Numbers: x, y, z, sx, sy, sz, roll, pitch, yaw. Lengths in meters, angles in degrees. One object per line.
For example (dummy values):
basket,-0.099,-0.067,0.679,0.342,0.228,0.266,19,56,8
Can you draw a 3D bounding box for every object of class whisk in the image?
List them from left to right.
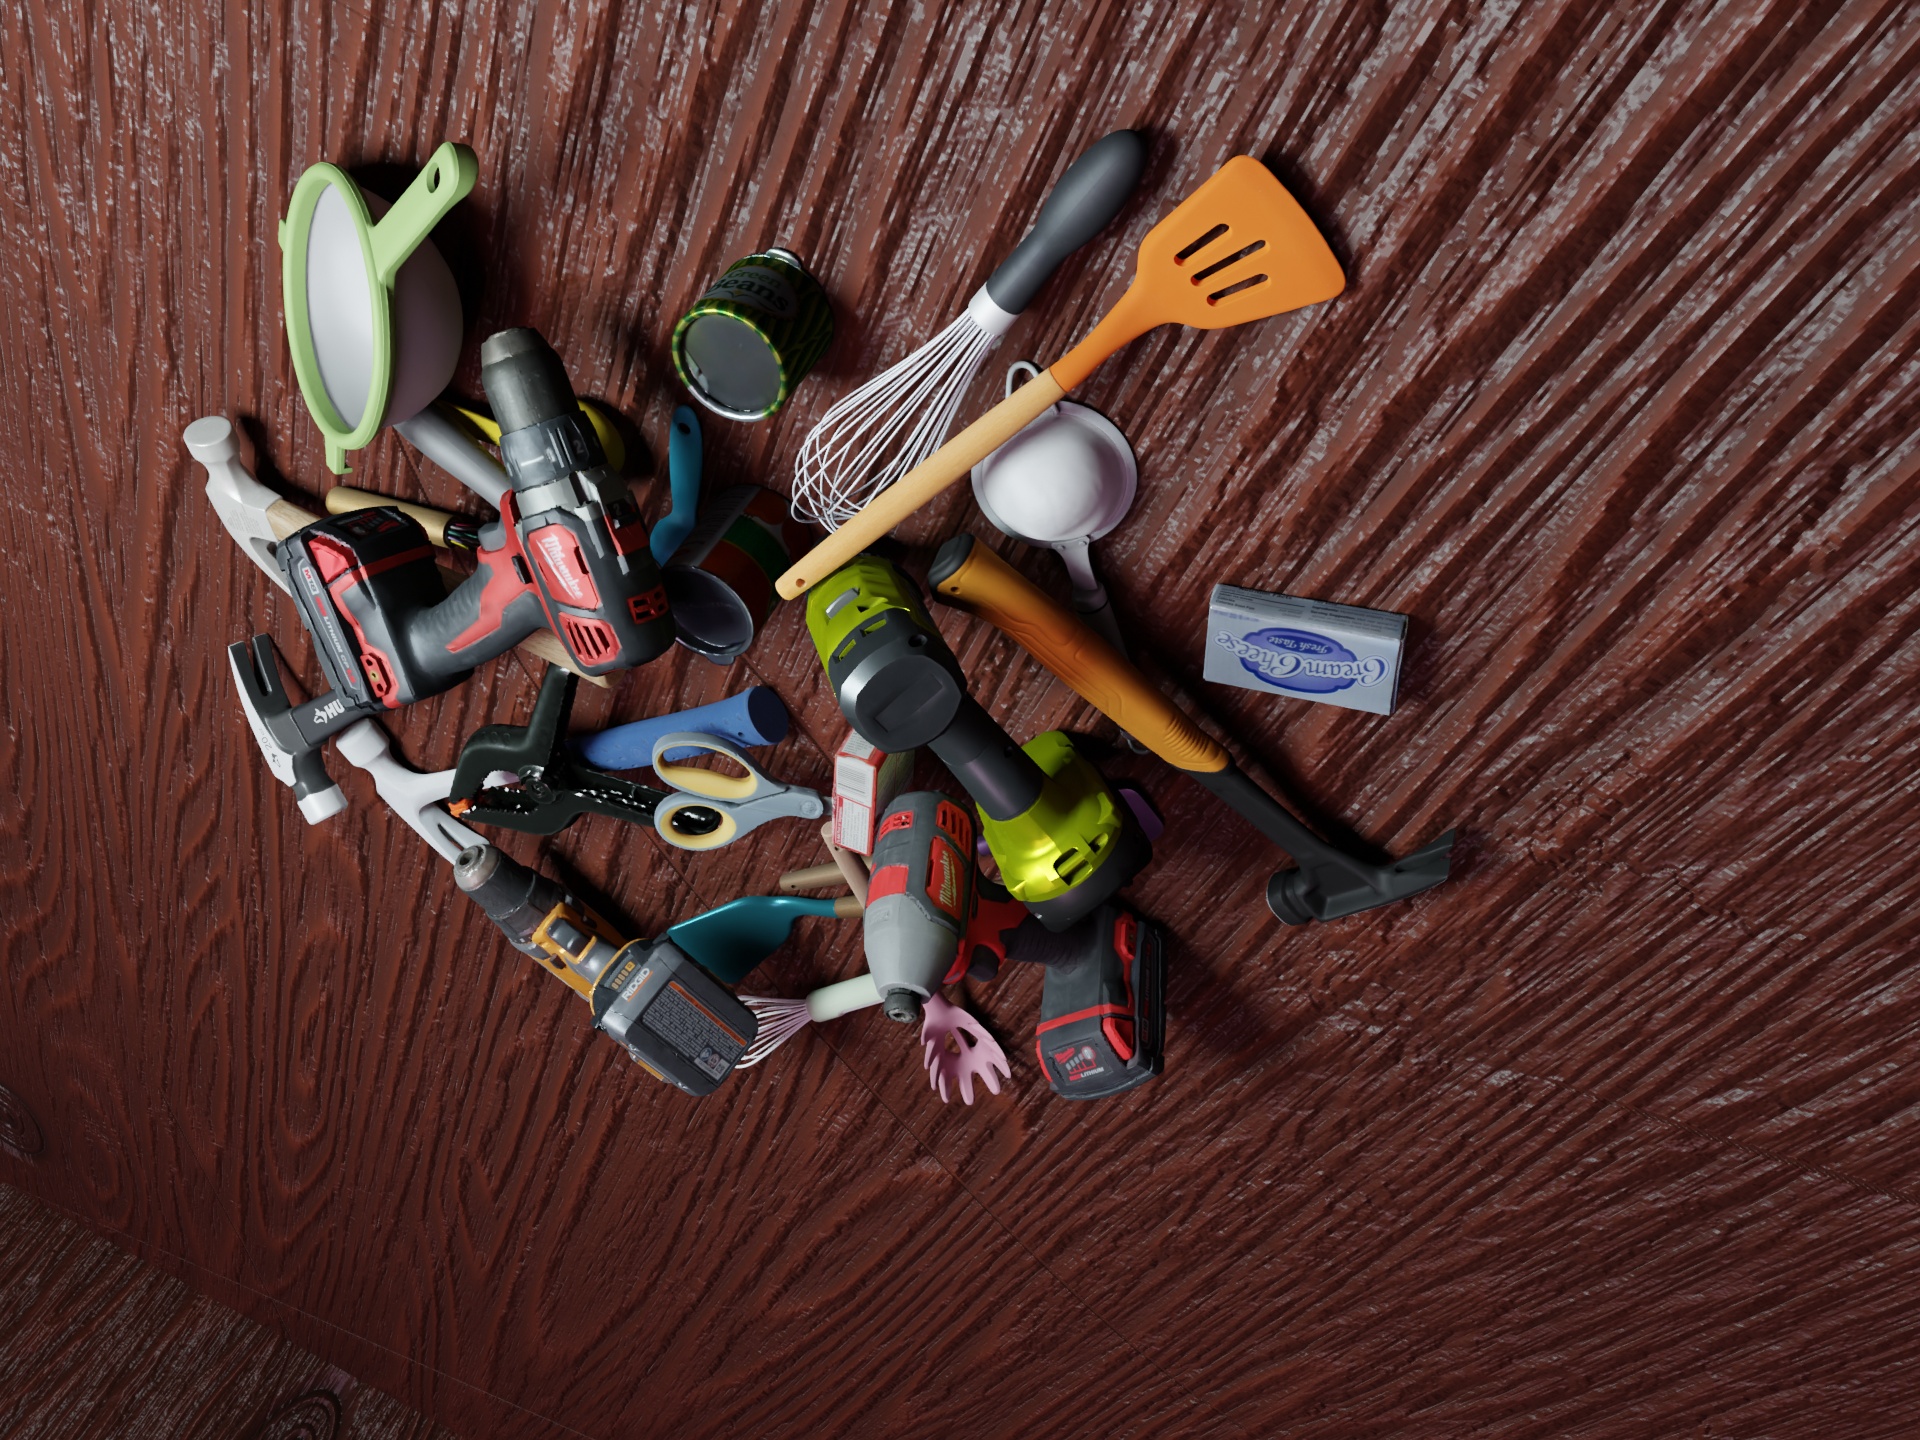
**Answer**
whisk,-0.305,-0.119,1.018,0.245,0.051,0.047,16,109,20
whisk,-0.262,-0.128,0.942,0.239,0.055,0.055,40,138,4
whisk,-0.118,0.227,1.247,0.246,0.058,0.059,-23,87,36
whisk,-0.002,-0.181,0.783,0.070,0.070,0.284,38,133,-10

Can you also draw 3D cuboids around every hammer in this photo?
hammer,-0.401,-0.037,1.128,0.335,0.035,0.146,-22,98,34
hammer,-0.353,-0.091,1.020,0.331,0.031,0.130,23,143,19
hammer,-0.285,0.032,1.152,0.405,0.035,0.144,-11,125,35
hammer,0.121,0.006,0.875,0.336,0.034,0.127,37,143,-21

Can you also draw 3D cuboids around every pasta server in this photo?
pasta server,-0.034,0.176,1.125,0.060,0.040,0.315,-22,134,3

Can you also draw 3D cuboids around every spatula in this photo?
spatula,-0.067,0.143,1.139,0.317,0.044,0.082,-10,137,33
spatula,-0.004,0.089,1.072,0.316,0.018,0.059,-14,130,36
spatula,0.029,-0.146,0.767,0.322,0.041,0.081,-34,119,23

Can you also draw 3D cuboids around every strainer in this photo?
strainer,-0.286,-0.237,0.839,0.256,0.069,0.151,-17,86,51
strainer,0.069,-0.072,0.863,0.087,0.050,0.258,-10,130,17

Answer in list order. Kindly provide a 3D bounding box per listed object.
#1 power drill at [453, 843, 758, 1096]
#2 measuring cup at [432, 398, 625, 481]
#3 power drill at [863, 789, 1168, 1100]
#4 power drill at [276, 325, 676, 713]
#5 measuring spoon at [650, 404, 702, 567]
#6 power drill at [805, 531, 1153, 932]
power drill,-0.274,0.177,1.194,0.226,0.084,0.185,21,157,46
measuring cup,-0.264,-0.178,0.952,0.157,0.029,0.062,21,145,26
power drill,0.030,0.150,0.990,0.219,0.143,0.078,34,137,-31
power drill,-0.275,-0.103,0.892,0.227,0.080,0.188,-11,104,31
measuring spoon,-0.167,-0.130,0.941,0.042,0.021,0.128,21,139,8
power drill,-0.001,-0.003,0.889,0.080,0.191,0.228,-39,121,7
